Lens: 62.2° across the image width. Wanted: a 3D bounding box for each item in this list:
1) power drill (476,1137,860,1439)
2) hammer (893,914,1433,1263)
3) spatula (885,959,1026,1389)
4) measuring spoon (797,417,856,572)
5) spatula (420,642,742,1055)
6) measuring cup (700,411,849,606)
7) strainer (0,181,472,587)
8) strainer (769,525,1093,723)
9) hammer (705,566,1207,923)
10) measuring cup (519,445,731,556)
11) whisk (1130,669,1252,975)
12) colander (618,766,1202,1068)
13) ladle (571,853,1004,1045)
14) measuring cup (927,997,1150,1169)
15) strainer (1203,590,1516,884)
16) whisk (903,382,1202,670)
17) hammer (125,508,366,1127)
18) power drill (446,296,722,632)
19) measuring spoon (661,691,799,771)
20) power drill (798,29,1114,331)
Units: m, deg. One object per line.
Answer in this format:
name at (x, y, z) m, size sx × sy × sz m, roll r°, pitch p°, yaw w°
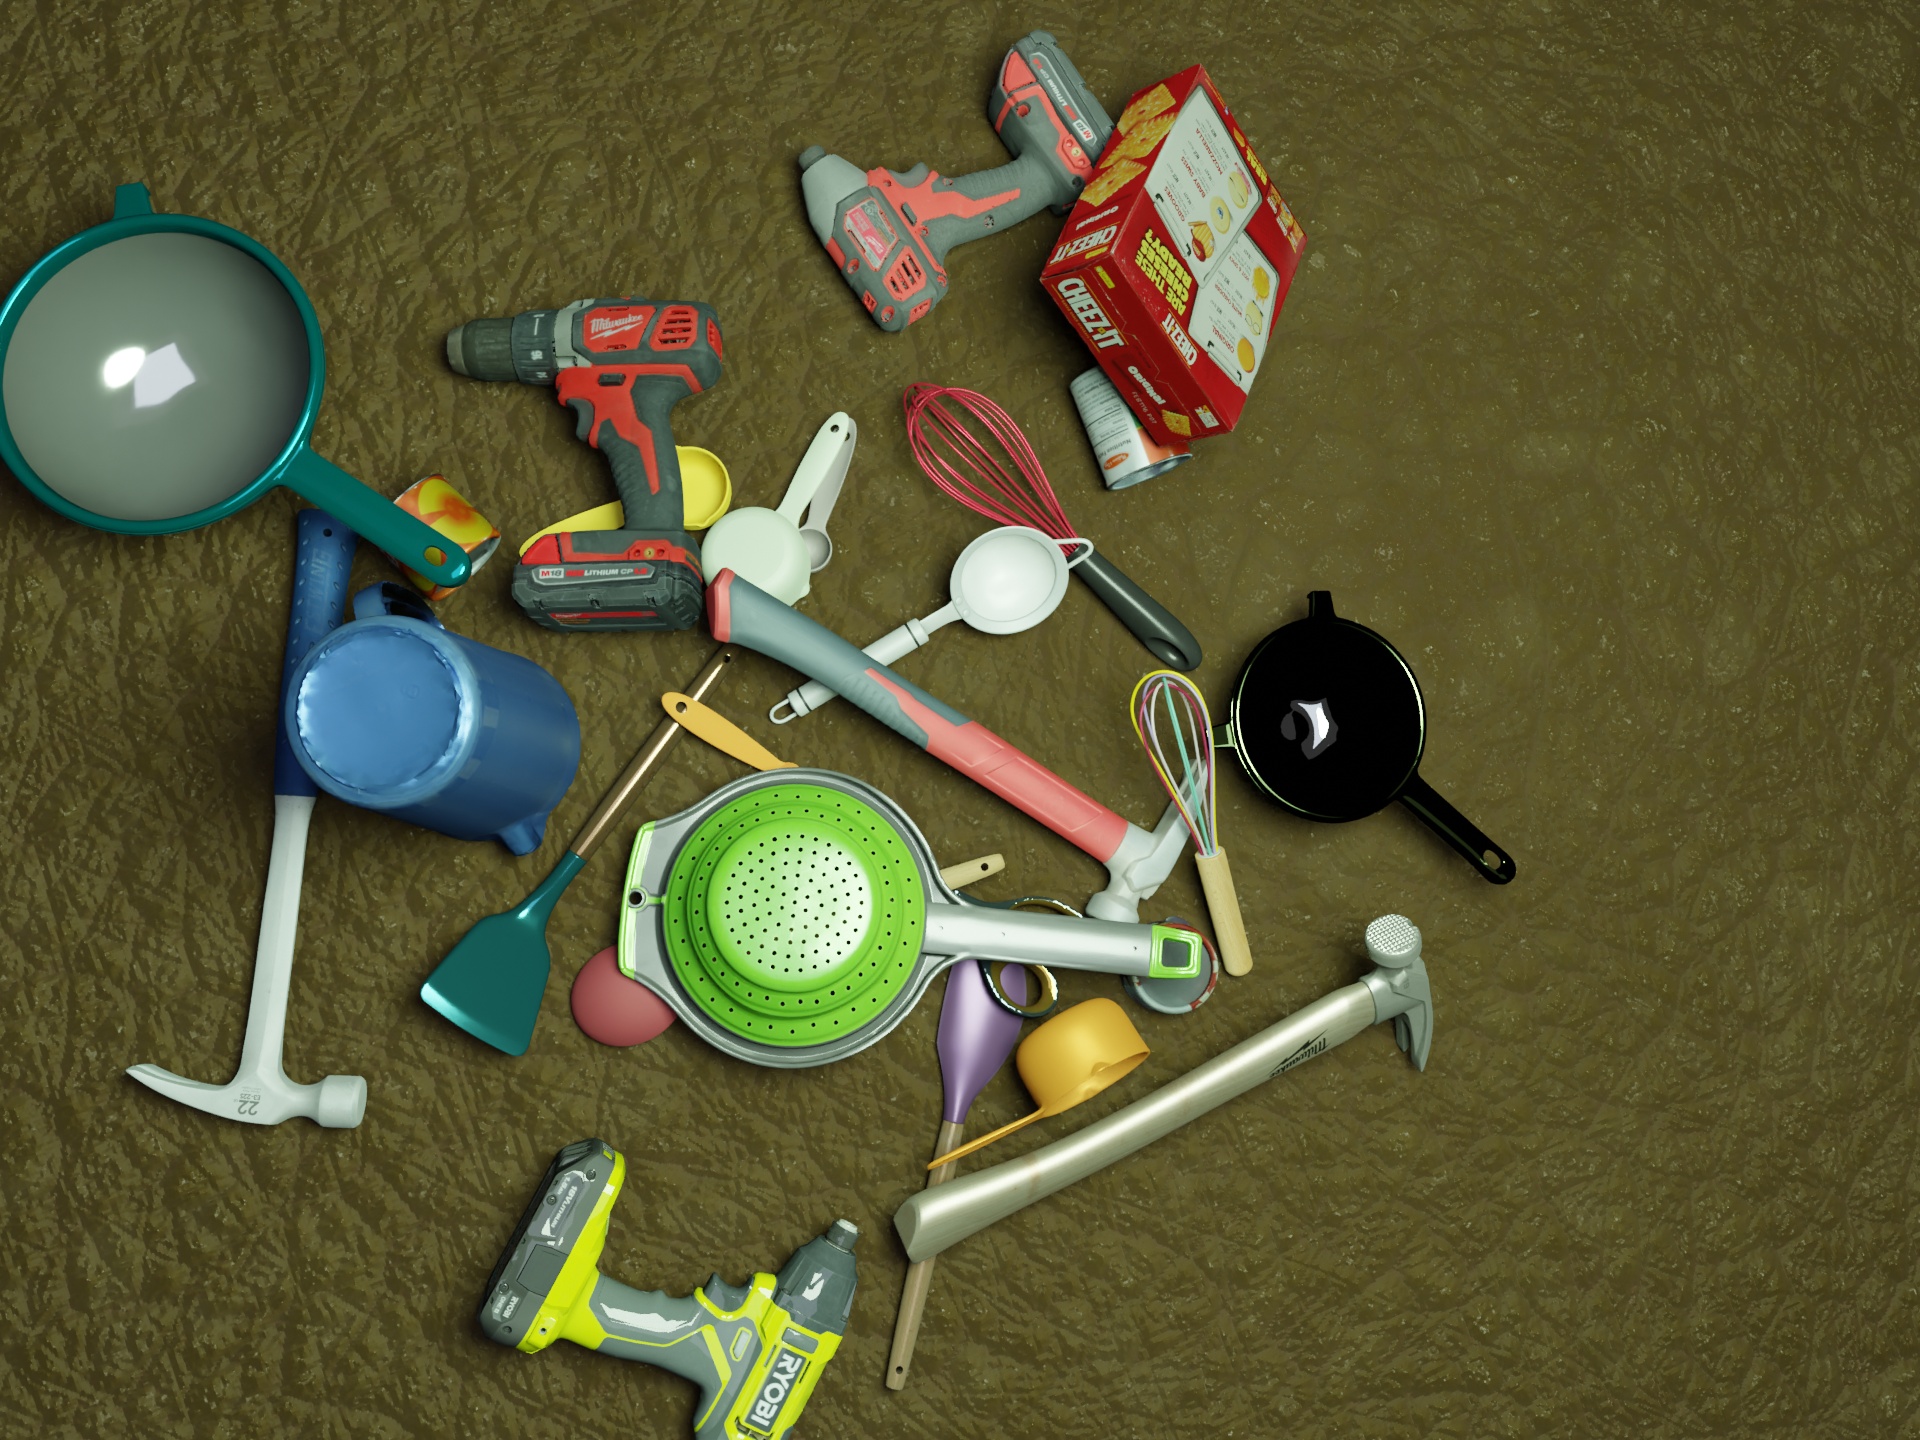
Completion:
power drill at (-0.187, 0.377, 1.056) m, size 0.223 × 0.080 × 0.171 m, roll 29°, pitch 81°, yaw -10°
hammer at (0.148, 0.278, 1.116) m, size 0.410 × 0.038 × 0.146 m, roll -25°, pitch 130°, yaw -7°
spatula at (-0.008, 0.309, 1.122) m, size 0.059 × 0.018 × 0.316 m, roll 15°, pitch 81°, yaw -7°
measuring spoon at (-0.097, -0.162, 1.155) m, size 0.034 × 0.018 × 0.124 m, roll 14°, pitch 75°, yaw 7°
spatula at (-0.243, 0.074, 1.089) m, size 0.082 × 0.044 × 0.317 m, roll 39°, pitch 77°, yaw -20°
measuring cup at (-0.124, -0.152, 1.122) m, size 0.083 × 0.038 × 0.167 m, roll 27°, pitch 82°, yaw 10°
strainer at (-0.455, -0.178, 1.037) m, size 0.340 × 0.095 × 0.211 m, roll 33°, pitch 81°, yaw 1°
strainer at (-0.025, -0.069, 1.134) m, size 0.258 × 0.050 × 0.086 m, roll -31°, pitch 125°, yaw -1°
hammer at (-0.002, -0.004, 1.114) m, size 0.386 × 0.038 × 0.143 m, roll 33°, pitch 79°, yaw -15°
measuring cup at (-0.236, -0.144, 1.125) m, size 0.156 × 0.029 × 0.062 m, roll -22°, pitch 83°, yaw 0°
whisk at (0.169, 0.075, 1.135) m, size 0.047 × 0.051 × 0.244 m, roll -19°, pitch 110°, yaw -6°
colander at (-0.028, 0.133, 1.050) m, size 0.397 × 0.094 × 0.205 m, roll 6°, pitch 77°, yaw -4°
ladle at (-0.117, 0.149, 1.103) m, size 0.315 × 0.031 × 0.069 m, roll -19°, pitch 85°, yaw -9°
measuring cup at (0.045, 0.250, 1.102) m, size 0.173 × 0.095 × 0.052 m, roll -25°, pitch 68°, yaw -10°
strainer at (0.301, 0.036, 1.178) m, size 0.256 × 0.069 × 0.151 m, roll 40°, pitch 77°, yaw -5°
whisk at (0.069, -0.138, 1.159) m, size 0.295 × 0.073 × 0.073 m, roll 43°, pitch 79°, yaw -9°
hammer at (-0.449, 0.060, 1.056) m, size 0.144 × 0.035 × 0.405 m, roll 6°, pitch 84°, yaw -10°
power drill at (-0.258, -0.178, 1.079) m, size 0.188 × 0.080 × 0.227 m, roll -1°, pitch 80°, yaw 3°
measuring spoon at (-0.158, 0.014, 1.113) m, size 0.116 × 0.011 × 0.021 m, roll 34°, pitch 74°, yaw -19°
power drill at (-0.006, -0.398, 1.163) m, size 0.219 × 0.078 × 0.143 m, roll -35°, pitch 92°, yaw -8°
